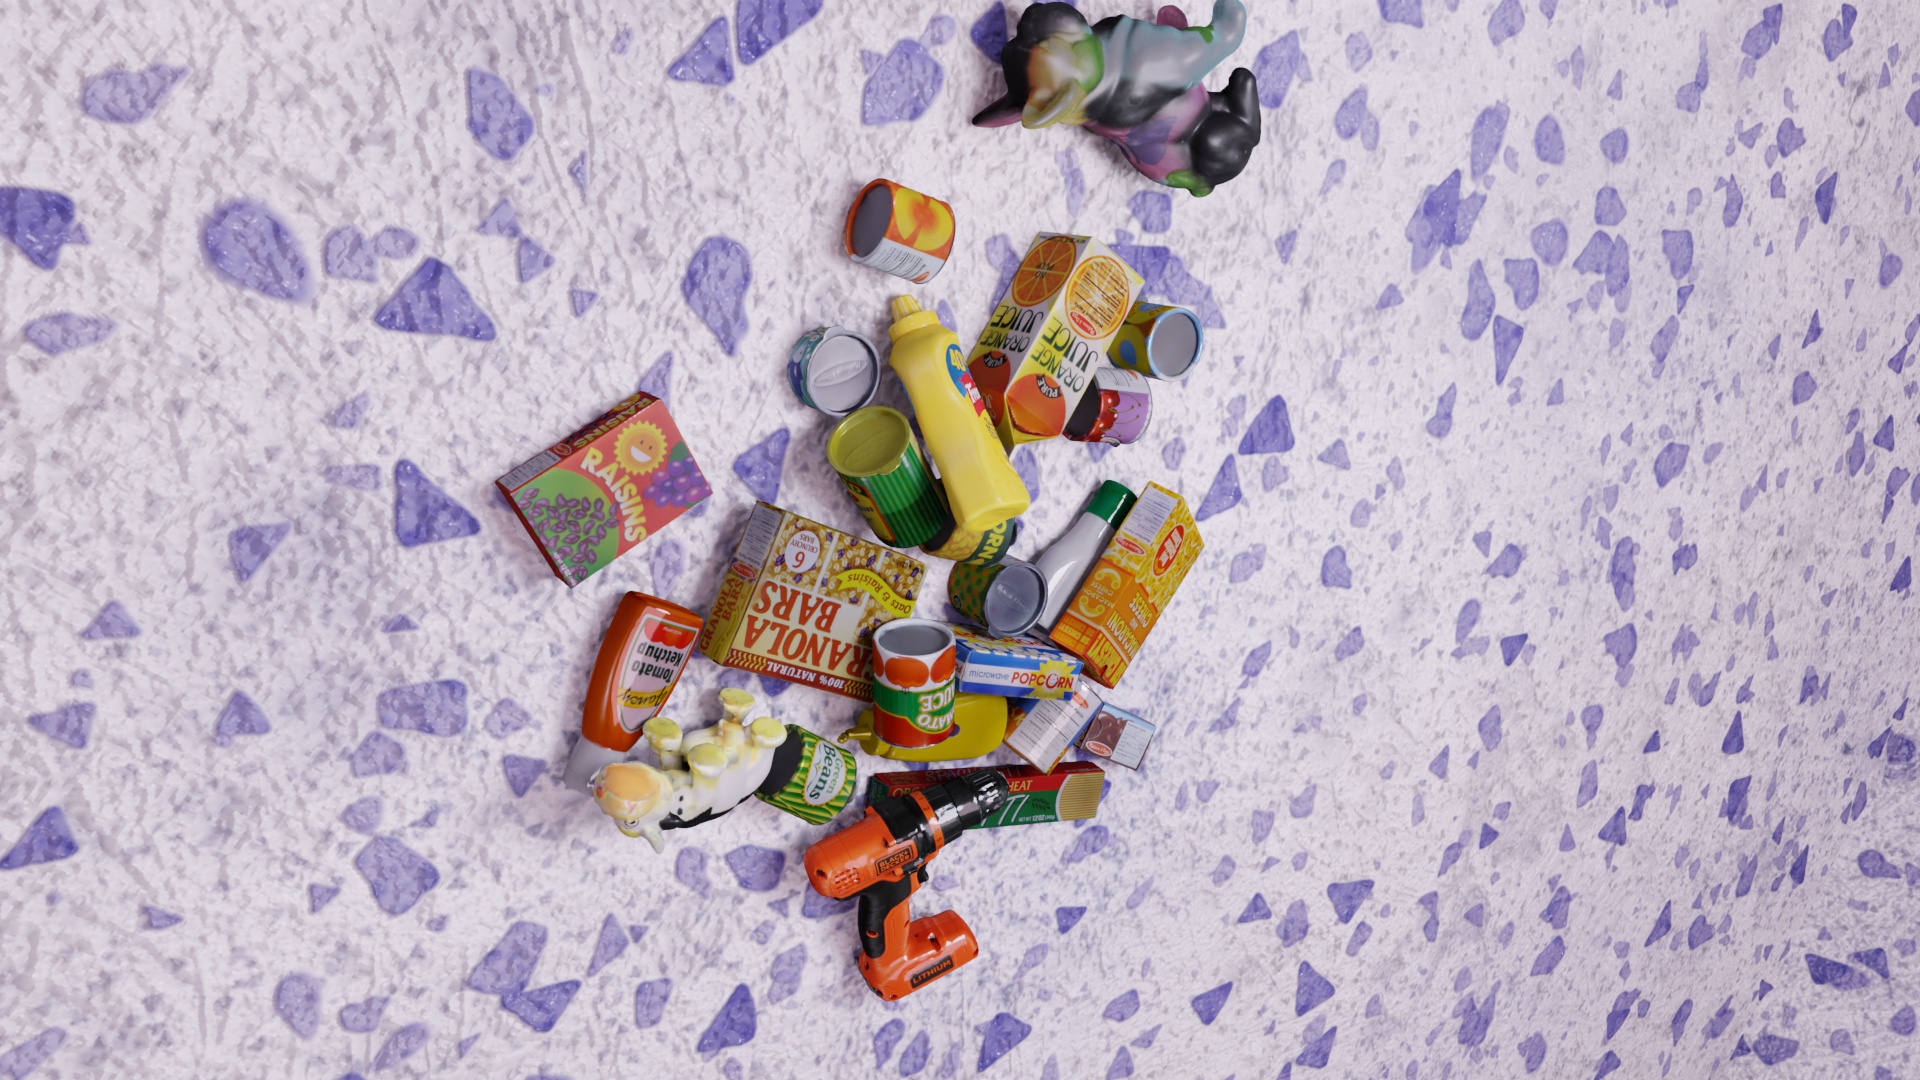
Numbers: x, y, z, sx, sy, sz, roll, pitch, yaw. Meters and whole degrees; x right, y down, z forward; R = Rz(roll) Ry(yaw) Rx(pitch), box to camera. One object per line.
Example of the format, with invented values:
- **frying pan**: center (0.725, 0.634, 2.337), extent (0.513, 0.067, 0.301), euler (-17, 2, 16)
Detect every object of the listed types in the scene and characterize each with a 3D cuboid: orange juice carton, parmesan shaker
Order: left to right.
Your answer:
- **parmesan shaker**: center (-0.054, -0.045, 1.075), extent (0.071, 0.071, 0.102), euler (-47, 145, -15)
- **orange juice carton**: center (0.064, -0.154, 1.144), extent (0.073, 0.072, 0.193), euler (33, 83, -37)

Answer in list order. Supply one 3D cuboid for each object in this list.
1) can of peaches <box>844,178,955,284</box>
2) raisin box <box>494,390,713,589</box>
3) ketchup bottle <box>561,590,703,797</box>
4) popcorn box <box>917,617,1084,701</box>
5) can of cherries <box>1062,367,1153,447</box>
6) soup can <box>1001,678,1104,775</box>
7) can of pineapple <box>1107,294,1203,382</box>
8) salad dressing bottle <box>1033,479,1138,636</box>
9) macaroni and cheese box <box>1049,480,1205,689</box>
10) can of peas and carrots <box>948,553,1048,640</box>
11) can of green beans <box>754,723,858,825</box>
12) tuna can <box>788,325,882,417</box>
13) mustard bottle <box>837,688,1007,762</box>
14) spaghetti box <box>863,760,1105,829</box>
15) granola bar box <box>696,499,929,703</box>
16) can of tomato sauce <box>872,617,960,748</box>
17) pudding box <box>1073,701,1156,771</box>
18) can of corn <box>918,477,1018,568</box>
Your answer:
- **can of peaches**: center (-0.046, -0.235, 1.048), extent (0.058, 0.071, 0.071), euler (12, 96, -36)
- **raisin box**: center (-0.248, -0.037, 0.978), extent (0.124, 0.040, 0.085), euler (-37, 121, -20)
- **ketchup bottle**: center (-0.246, 0.114, 1.020), extent (0.064, 0.043, 0.149), euler (25, 89, -45)
- **popcorn box**: center (0.029, 0.102, 1.184), extent (0.127, 0.085, 0.038), euler (10, 99, -37)
- **can of cherries**: center (0.122, -0.114, 1.200), extent (0.058, 0.071, 0.071), euler (0, 104, -35)
- **soup can**: center (0.078, 0.159, 1.248), extent (0.084, 0.071, 0.071), euler (-50, 126, -9)
- **can of pineapple**: center (0.171, -0.177, 1.221), extent (0.071, 0.058, 0.070), euler (-11, 109, -32)
- **salad dressing bottle**: center (0.105, 0.014, 1.240), extent (0.148, 0.044, 0.064), euler (-55, 135, -11)
- **macaroni and cheese box**: center (0.154, 0.044, 1.254), extent (0.166, 0.040, 0.123), euler (-57, 153, -8)
- **can of peas and carrots**: center (0.031, 0.045, 1.186), extent (0.071, 0.059, 0.070), euler (-11, 110, -32)
- **can of green beans**: center (-0.126, 0.187, 1.112), extent (0.057, 0.071, 0.071), euler (35, 83, -36)
- **tuna can**: center (-0.097, -0.132, 1.061), extent (0.071, 0.033, 0.071), euler (-11, 110, -33)
- **mustard bottle**: center (-0.036, 0.156, 1.177), extent (0.160, 0.049, 0.065), euler (-1, 105, -34)
- **spaghetti box**: center (0.026, 0.232, 1.256), extent (0.250, 0.029, 0.050), euler (3, 102, -36)
- **granola bar box**: center (-0.110, 0.051, 1.084), extent (0.165, 0.039, 0.124), euler (22, 90, -47)
- **can of tomato sauce**: center (-0.035, 0.113, 1.102), extent (0.071, 0.071, 0.082), euler (-16, 120, -31)
- **pudding box**: center (0.144, 0.183, 1.324), extent (0.083, 0.030, 0.049), euler (26, 89, -37)
- **can of corn**: center (0.004, -0.014, 1.142), extent (0.058, 0.071, 0.071), euler (13, 96, -36)
